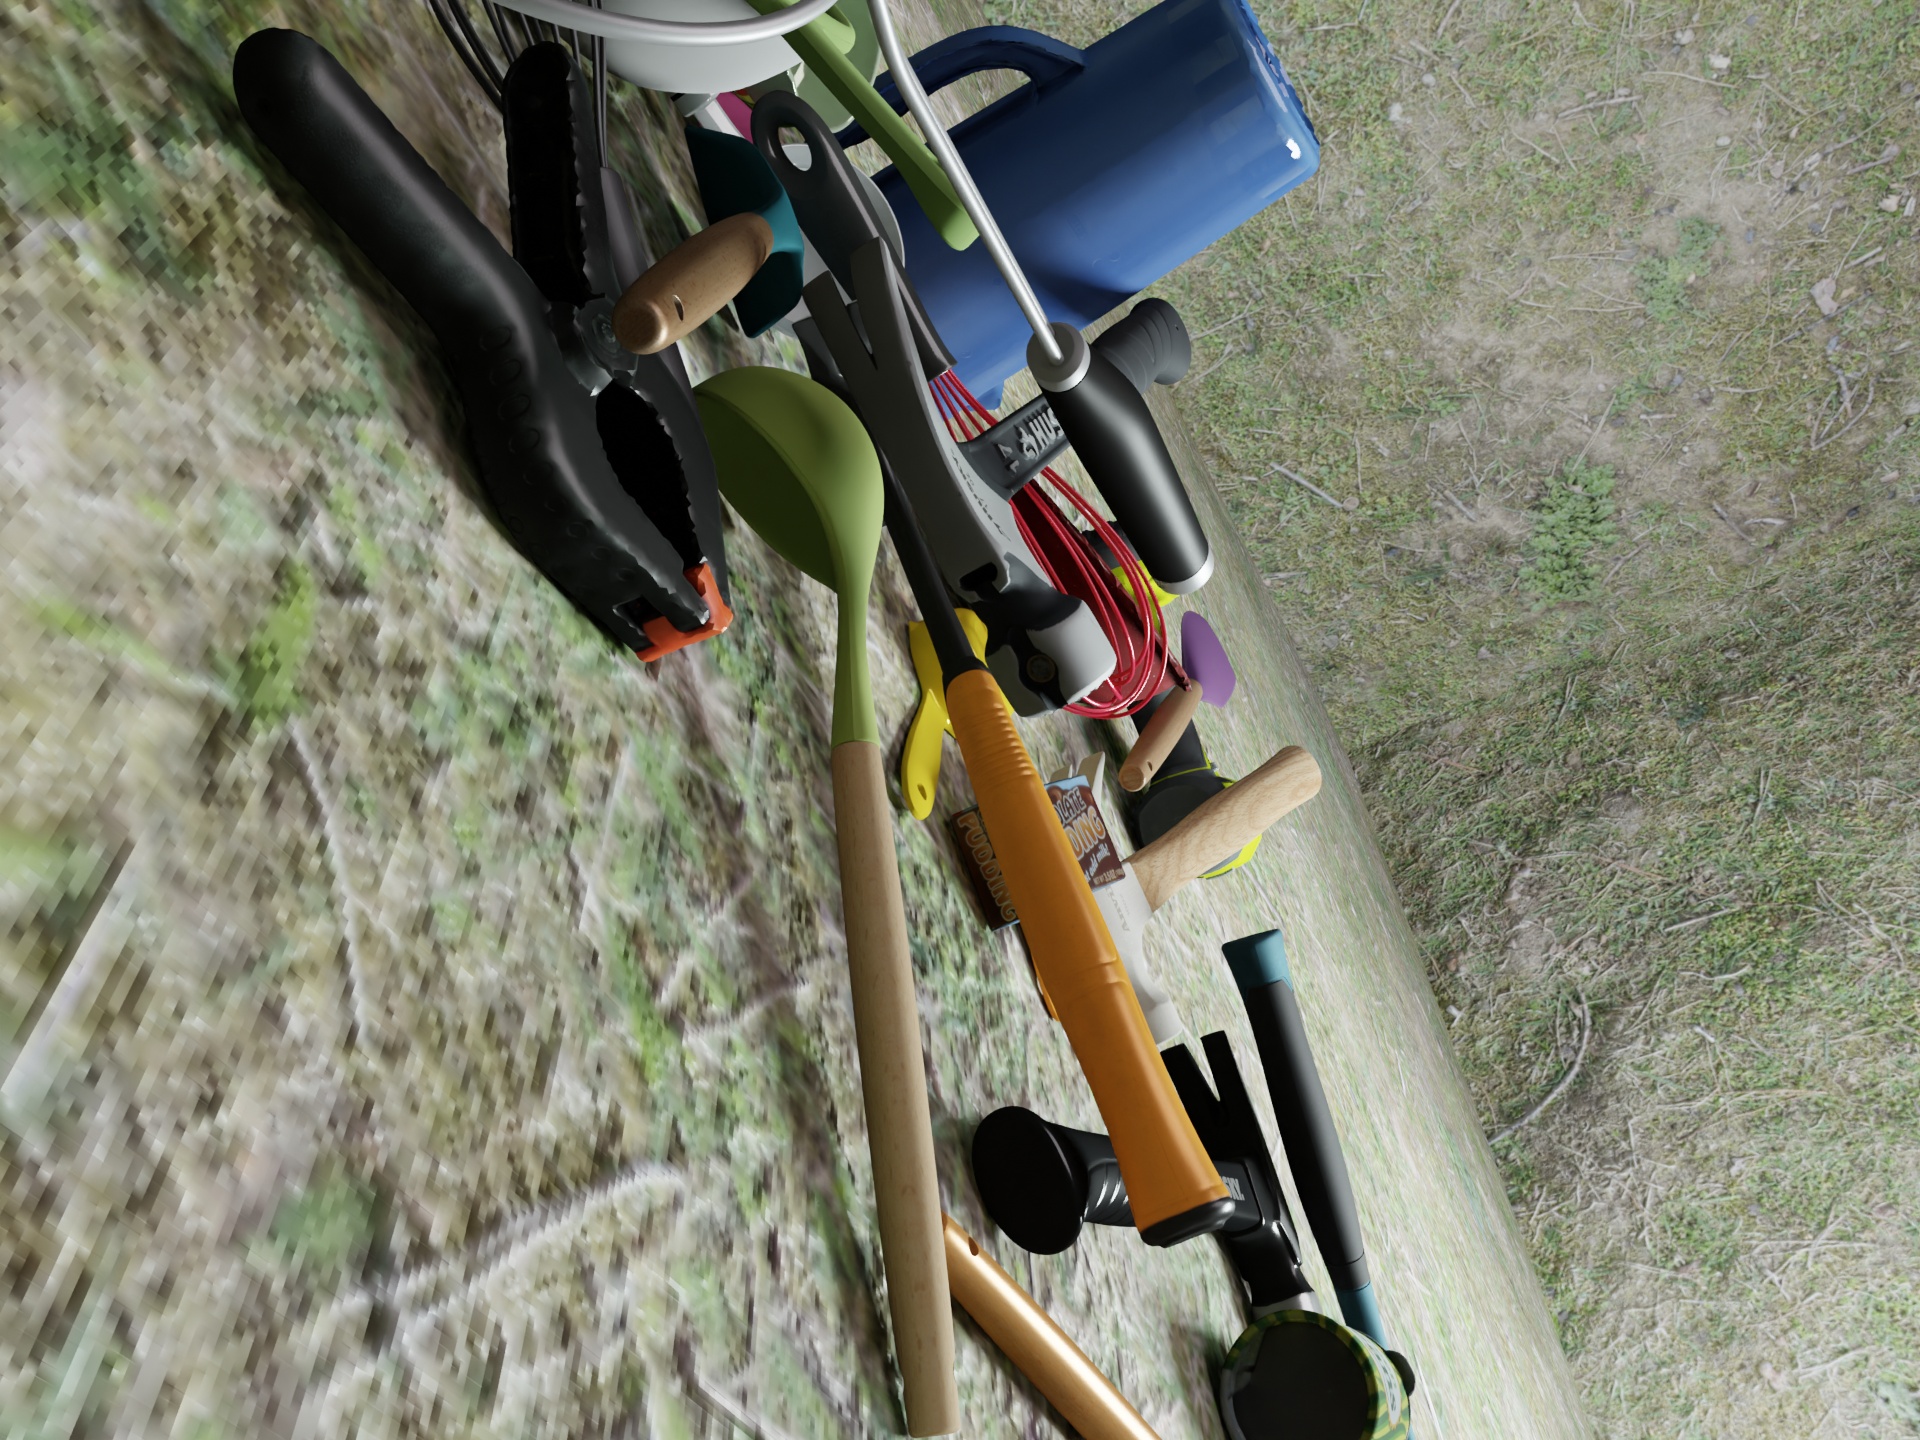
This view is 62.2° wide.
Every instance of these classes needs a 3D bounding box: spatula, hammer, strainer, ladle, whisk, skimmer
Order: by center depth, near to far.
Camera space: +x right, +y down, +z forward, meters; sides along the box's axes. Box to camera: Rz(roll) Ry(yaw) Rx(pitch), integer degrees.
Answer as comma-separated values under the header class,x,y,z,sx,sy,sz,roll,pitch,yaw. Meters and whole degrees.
class,x,y,z,sx,sy,sz,roll,pitch,yaw
skimmer,-0.024,-0.122,0.411,0.362,0.090,0.127,47,30,-54
ladle,-0.040,0.034,0.459,0.078,0.062,0.320,89,-7,-66
whisk,-0.115,-0.157,0.475,0.055,0.055,0.239,-4,76,-74
spatula,-0.077,-0.138,0.481,0.318,0.044,0.082,-90,166,-68
spatula,0.076,0.246,0.519,0.322,0.041,0.081,55,19,-32
strainer,-0.085,-0.228,0.542,0.257,0.069,0.151,53,21,21
hammer,0.014,0.013,0.551,0.127,0.034,0.337,84,-15,-67
hammer,0.080,0.182,0.640,0.334,0.035,0.146,37,33,-61
hammer,0.047,-0.135,0.645,0.149,0.036,0.409,59,24,-10
strainer,-0.103,-0.250,0.652,0.087,0.050,0.258,-49,117,-24
whisk,-0.002,-0.125,0.661,0.295,0.073,0.073,58,17,-12
hammer,0.185,0.258,0.775,0.128,0.033,0.331,-60,133,-83
hammer,0.132,0.059,0.852,0.331,0.031,0.130,-21,87,-59
spatula,0.120,-0.012,0.862,0.060,0.018,0.316,62,21,-5

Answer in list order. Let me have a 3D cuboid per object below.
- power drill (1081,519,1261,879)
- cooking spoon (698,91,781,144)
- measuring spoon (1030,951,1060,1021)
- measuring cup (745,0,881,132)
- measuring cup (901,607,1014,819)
class,x,y,z,sx,sy,sz,roll,pitch,yaw
power drill,0.135,-0.008,1.033,0.190,0.080,0.228,6,64,-71
cooking spoon,-0.039,-0.166,0.786,0.318,0.017,0.069,54,33,-37
measuring spoon,0.025,0.071,0.671,0.021,0.011,0.117,18,53,-56
measuring cup,-0.068,-0.333,0.663,0.083,0.038,0.167,-50,149,-43
measuring cup,-0.001,-0.002,0.646,0.062,0.029,0.157,61,15,-18
